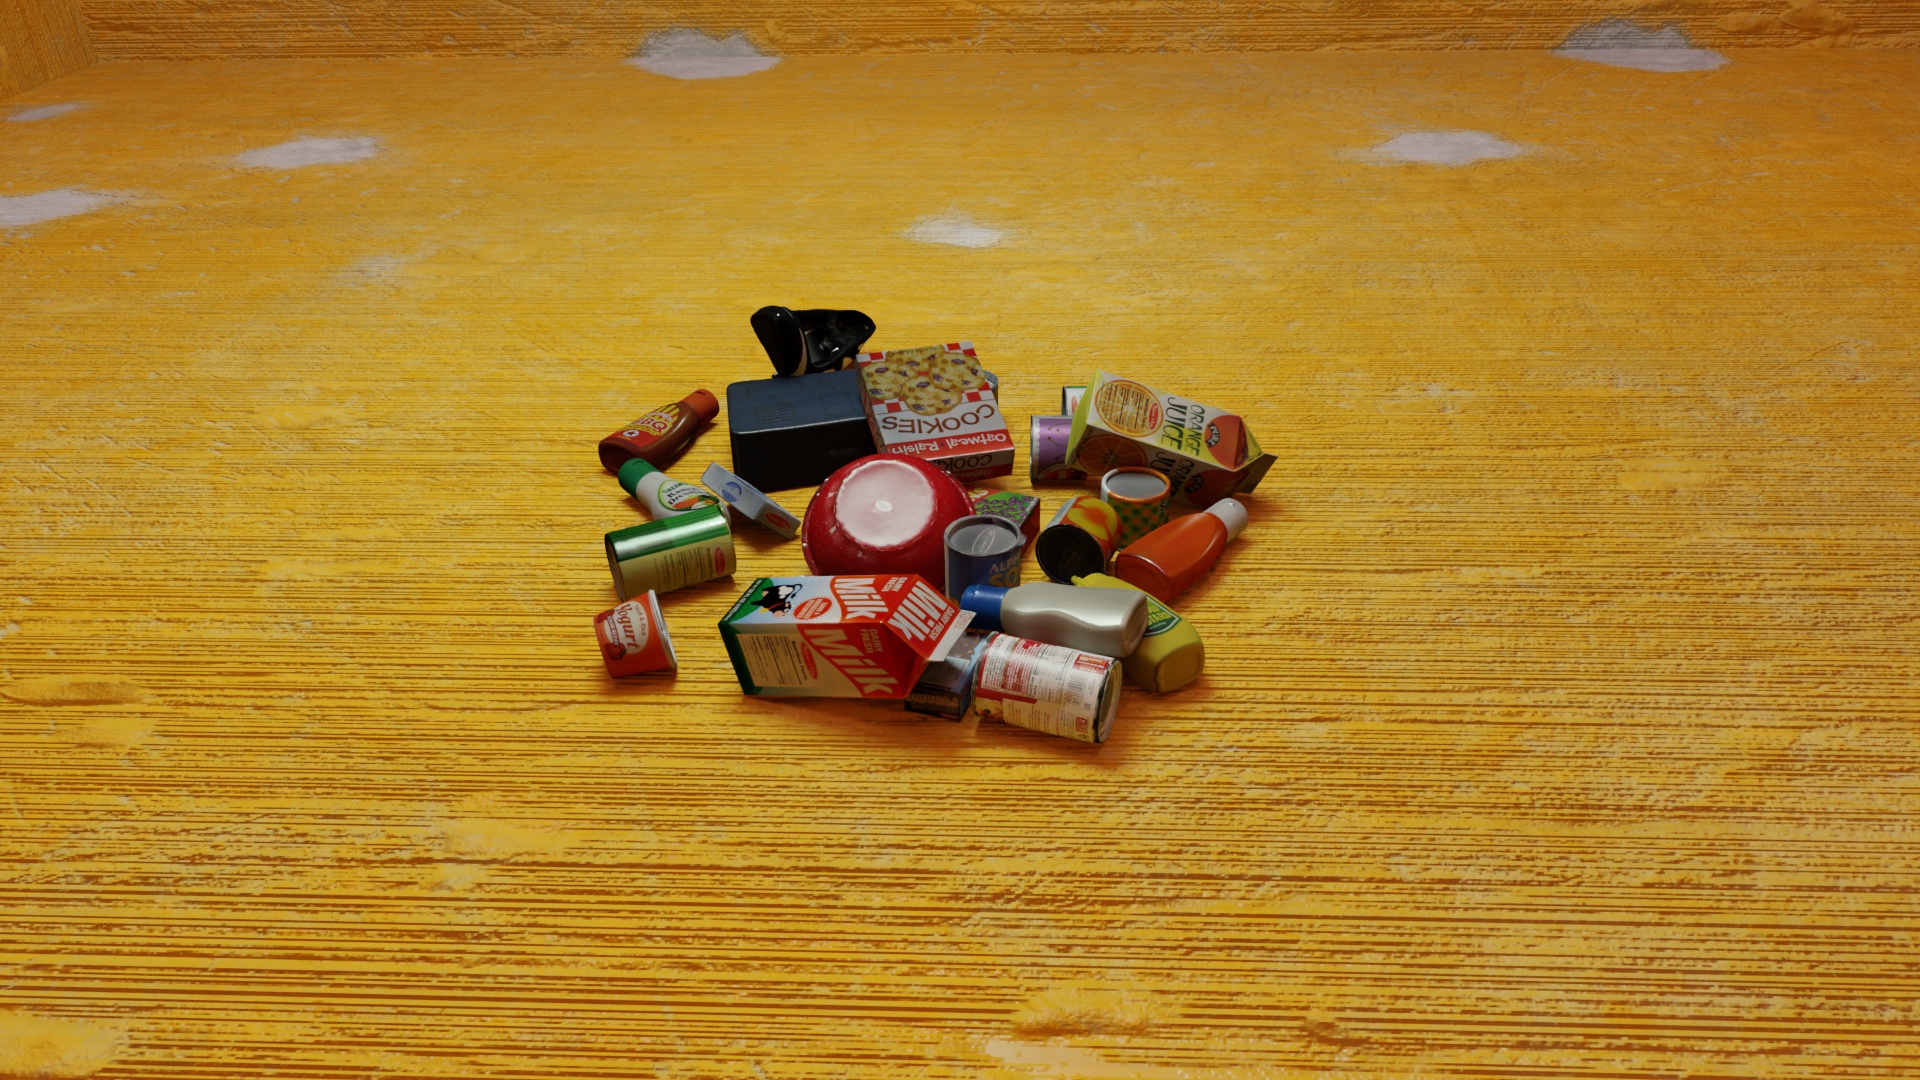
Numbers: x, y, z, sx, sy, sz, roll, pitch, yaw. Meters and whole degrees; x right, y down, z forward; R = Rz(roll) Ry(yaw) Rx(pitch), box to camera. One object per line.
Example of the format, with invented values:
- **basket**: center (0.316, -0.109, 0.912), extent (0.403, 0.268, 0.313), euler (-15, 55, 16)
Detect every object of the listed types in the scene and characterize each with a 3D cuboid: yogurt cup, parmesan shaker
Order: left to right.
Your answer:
- **yogurt cup**: center (-0.269, 0.080, 1.144), extent (0.054, 0.072, 0.072), euler (-17, 34, -10)
- **parmesan shaker**: center (-0.262, 0.009, 1.249), extent (0.103, 0.071, 0.071), euler (-15, 34, -22)

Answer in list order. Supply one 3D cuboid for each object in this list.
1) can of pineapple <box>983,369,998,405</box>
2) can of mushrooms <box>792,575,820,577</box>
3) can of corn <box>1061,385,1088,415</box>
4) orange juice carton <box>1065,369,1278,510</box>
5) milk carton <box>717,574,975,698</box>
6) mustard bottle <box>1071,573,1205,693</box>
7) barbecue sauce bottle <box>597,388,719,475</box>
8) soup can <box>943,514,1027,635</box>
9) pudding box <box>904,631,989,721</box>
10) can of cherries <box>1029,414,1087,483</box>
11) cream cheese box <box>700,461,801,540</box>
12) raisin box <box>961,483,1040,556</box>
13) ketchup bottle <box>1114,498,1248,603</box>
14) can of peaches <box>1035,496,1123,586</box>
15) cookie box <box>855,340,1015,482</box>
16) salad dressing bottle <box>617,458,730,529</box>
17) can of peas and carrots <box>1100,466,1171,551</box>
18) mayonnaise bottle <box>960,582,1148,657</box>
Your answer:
- **can of pineapple**: center (0.008, -0.147, 1.505), extent (0.071, 0.057, 0.071), euler (-1, 32, 1)
- **can of mushrooms**: center (-0.131, 0.060, 1.200), extent (0.071, 0.033, 0.071), euler (-1, 31, 1)
- **can of corn**: center (0.138, -0.131, 1.472), extent (0.058, 0.070, 0.071), euler (-1, 32, -1)
- **orange juice carton**: center (0.206, -0.091, 1.349), extent (0.193, 0.071, 0.073), euler (17, 56, -5)
- **milk carton**: center (-0.086, 0.075, 1.098), extent (0.190, 0.073, 0.073), euler (-2, 29, 25)
- **mustard bottle**: center (0.136, 0.067, 1.164), extent (0.065, 0.048, 0.161), euler (-20, 37, -24)
- **barbecue sauce bottle**: center (-0.315, -0.117, 1.482), extent (0.065, 0.043, 0.149), euler (14, 34, 24)
- **soup can**: center (0.022, 0.030, 1.194), extent (0.071, 0.083, 0.072), euler (-1, 32, 1)
- **pudding box**: center (-0.009, 0.107, 1.123), extent (0.050, 0.030, 0.084), euler (8, 33, 17)
- **can of cherries**: center (0.100, -0.092, 1.411), extent (0.058, 0.071, 0.072), euler (0, 32, 1)
- **cream cheese box**: center (-0.203, -0.038, 1.342), extent (0.104, 0.053, 0.024), euler (33, 89, 42)
- **raisin box**: center (0.005, -0.016, 1.313), extent (0.123, 0.039, 0.086), euler (11, 33, 18)
- **ketchup bottle**: center (0.208, 0.005, 1.268), extent (0.065, 0.043, 0.149), euler (26, 41, 35)
- **can of peaches**: center (0.110, 0.002, 1.256), extent (0.071, 0.071, 0.058), euler (11, 33, 19)
- **cookie box**: center (-0.028, -0.125, 1.375), extent (0.123, 0.040, 0.168), euler (-8, 48, -12)
- **salad dressing bottle**: center (-0.282, -0.038, 1.352), extent (0.064, 0.043, 0.148), euler (-20, 36, -37)
- **can of peas and carrots**: center (0.167, -0.030, 1.311), extent (0.071, 0.058, 0.071), euler (-1, 32, 1)
- **mayonnaise bottle**: center (0.073, 0.060, 1.119), extent (0.148, 0.041, 0.065), euler (5, 29, 27)
